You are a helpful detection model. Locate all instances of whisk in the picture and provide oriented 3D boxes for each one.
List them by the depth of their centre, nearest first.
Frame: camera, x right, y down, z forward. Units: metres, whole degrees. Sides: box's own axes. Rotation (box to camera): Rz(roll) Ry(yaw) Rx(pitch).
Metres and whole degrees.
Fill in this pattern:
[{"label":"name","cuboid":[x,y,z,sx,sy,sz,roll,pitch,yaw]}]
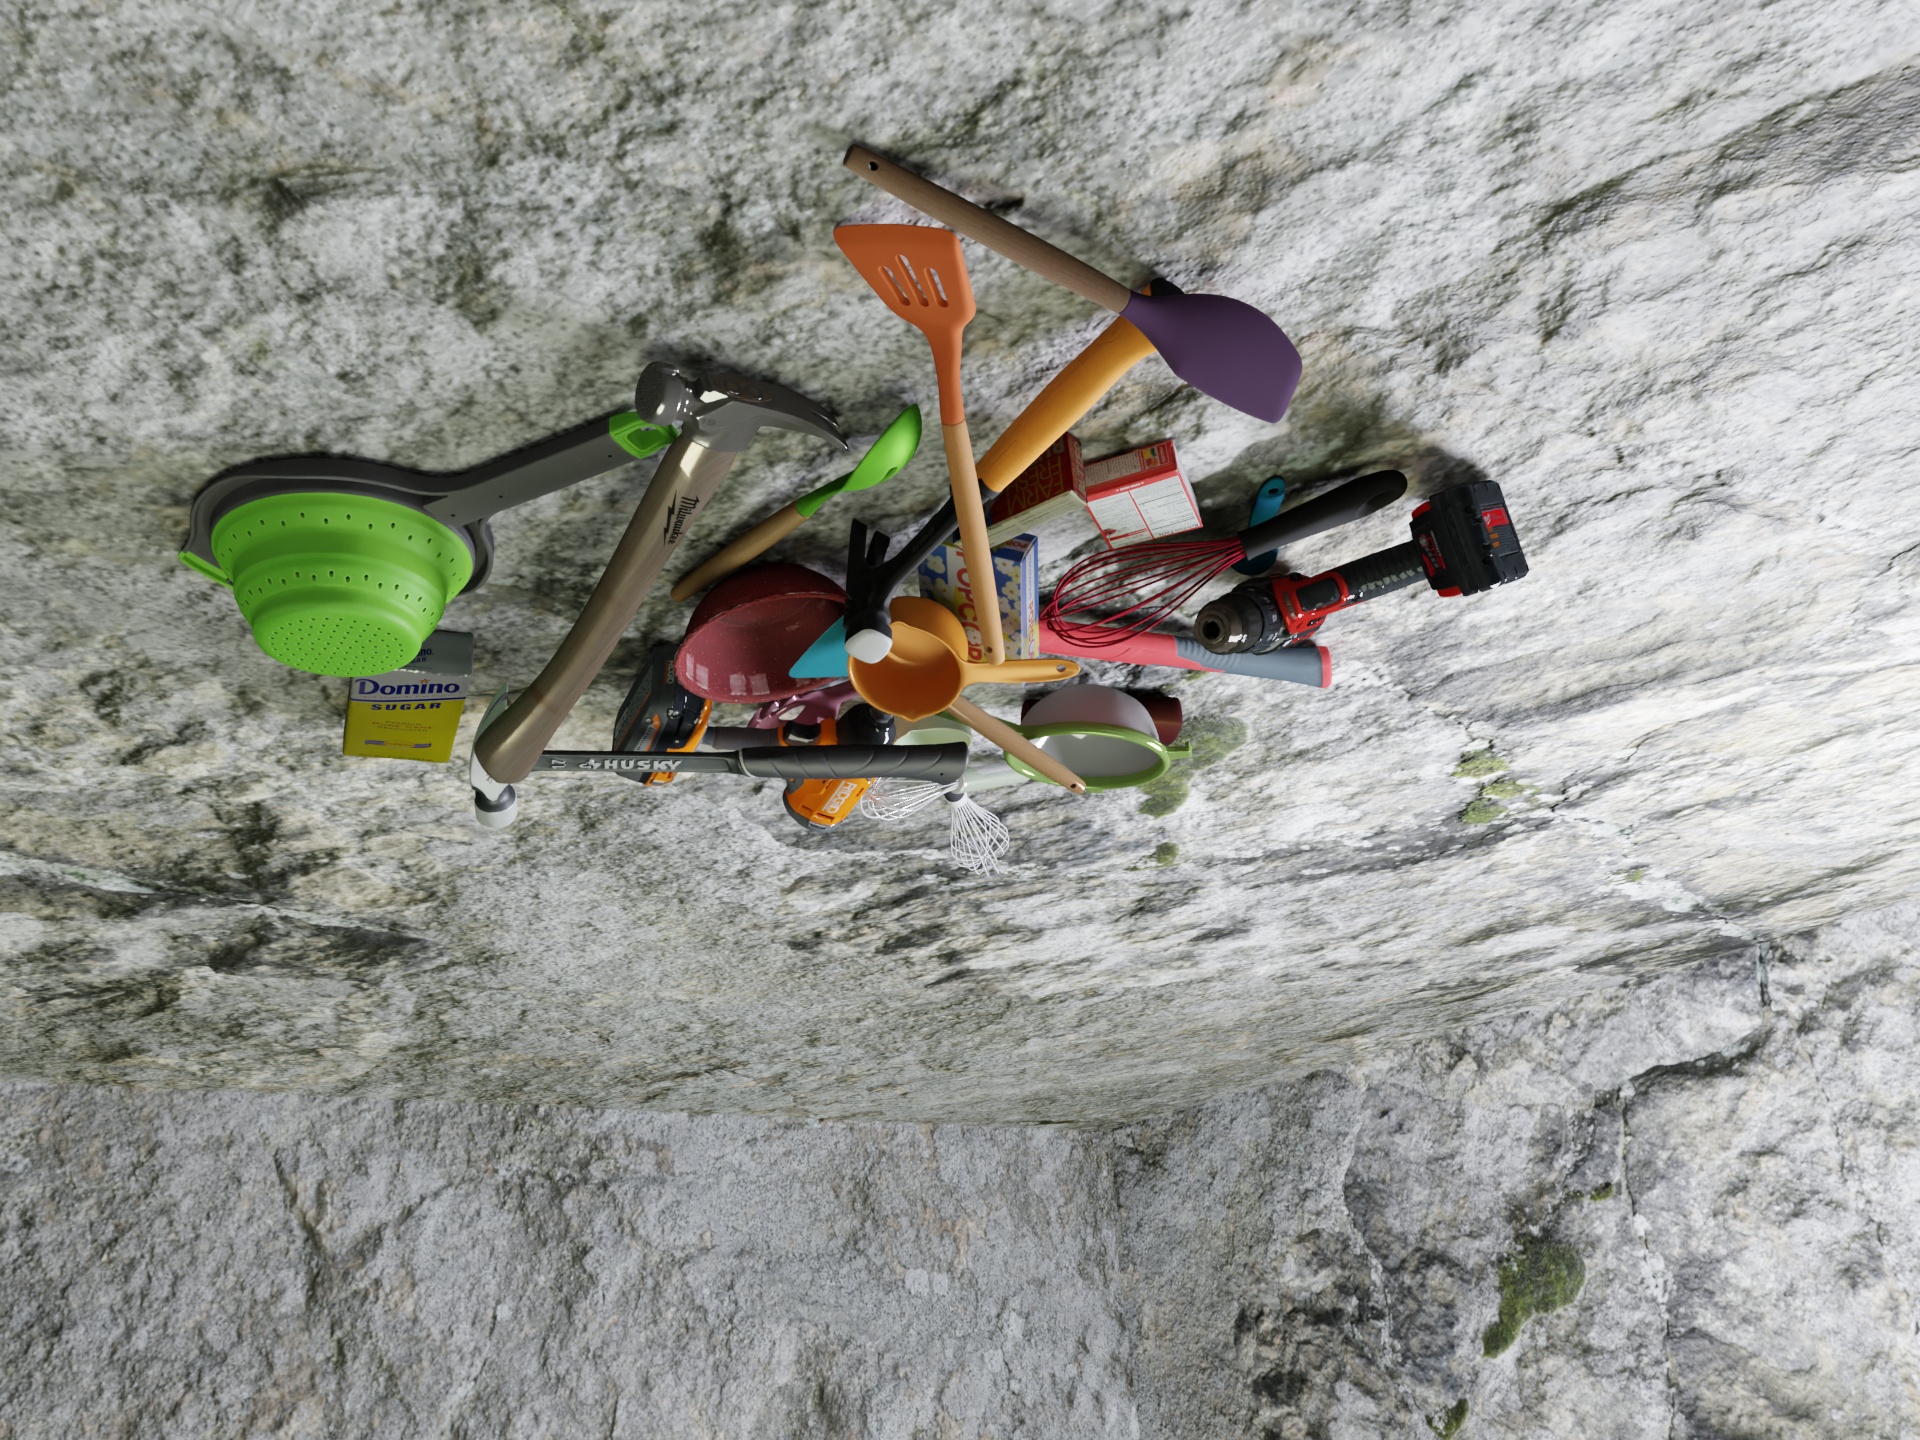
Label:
[{"label":"whisk","cuboid":[0.196,-0.125,1.206,0.296,0.073,0.073,-22,153,11]},{"label":"whisk","cuboid":[-0.010,0.060,1.558,0.246,0.058,0.059,-7,124,-49]},{"label":"whisk","cuboid":[0.001,0.093,1.693,0.070,0.070,0.284,-9,151,8]}]

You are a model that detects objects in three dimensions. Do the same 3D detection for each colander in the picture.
[{"label":"colander","cuboid":[-0.365,-0.113,1.096,0.397,0.095,0.204,-15,154,22]}]

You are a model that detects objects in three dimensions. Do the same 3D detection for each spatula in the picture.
[{"label":"spatula","cuboid":[0.074,-0.254,0.913,0.315,0.060,0.018,19,-175,-26]},{"label":"spatula","cuboid":[-0.005,-0.161,0.990,0.081,0.041,0.322,10,132,26]},{"label":"spatula","cuboid":[-0.002,-0.004,1.317,0.317,0.044,0.082,32,115,-33]}]

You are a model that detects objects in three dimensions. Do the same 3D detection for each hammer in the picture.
[{"label":"hammer","cuboid":[0.028,-0.176,1.063,0.034,0.127,0.337,26,133,-28]},{"label":"hammer","cuboid":[-0.236,-0.084,1.127,0.146,0.038,0.410,6,139,-39]},{"label":"hammer","cuboid":[-0.195,0.030,1.317,0.409,0.036,0.149,0,138,-11]},{"label":"hammer","cuboid":[0.161,-0.054,1.383,0.386,0.038,0.143,5,149,-29]}]

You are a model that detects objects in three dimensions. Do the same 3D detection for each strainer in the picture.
[{"label":"strainer","cuboid":[0.070,-0.007,1.417,0.256,0.069,0.151,18,155,-26]}]

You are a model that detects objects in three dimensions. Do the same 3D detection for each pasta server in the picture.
[{"label":"pasta server","cuboid":[-0.061,-0.037,1.402,0.316,0.040,0.060,-21,134,28]}]

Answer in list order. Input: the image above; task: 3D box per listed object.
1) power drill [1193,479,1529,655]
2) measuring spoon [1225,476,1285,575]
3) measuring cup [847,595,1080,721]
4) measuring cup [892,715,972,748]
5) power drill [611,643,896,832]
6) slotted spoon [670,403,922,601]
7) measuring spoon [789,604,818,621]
[{"label":"power drill","cuboid":[0.297,-0.105,1.213,0.227,0.080,0.188,-20,178,33]},{"label":"measuring spoon","cuboid":[0.235,-0.147,1.238,0.042,0.021,0.128,-4,156,-2]},{"label":"measuring cup","cuboid":[0.004,-0.051,1.191,0.173,0.052,0.095,0,130,8]},{"label":"measuring cup","cuboid":[-0.067,0.018,1.526,0.167,0.038,0.083,-15,154,25]},{"label":"power drill","cuboid":[-0.172,0.011,1.385,0.226,0.084,0.164,17,136,-23]},{"label":"slotted spoon","cuboid":[-0.125,-0.144,1.145,0.314,0.070,0.031,-25,109,46]},{"label":"measuring spoon","cuboid":[-0.100,-0.078,1.341,0.021,0.011,0.116,-29,143,33]}]
